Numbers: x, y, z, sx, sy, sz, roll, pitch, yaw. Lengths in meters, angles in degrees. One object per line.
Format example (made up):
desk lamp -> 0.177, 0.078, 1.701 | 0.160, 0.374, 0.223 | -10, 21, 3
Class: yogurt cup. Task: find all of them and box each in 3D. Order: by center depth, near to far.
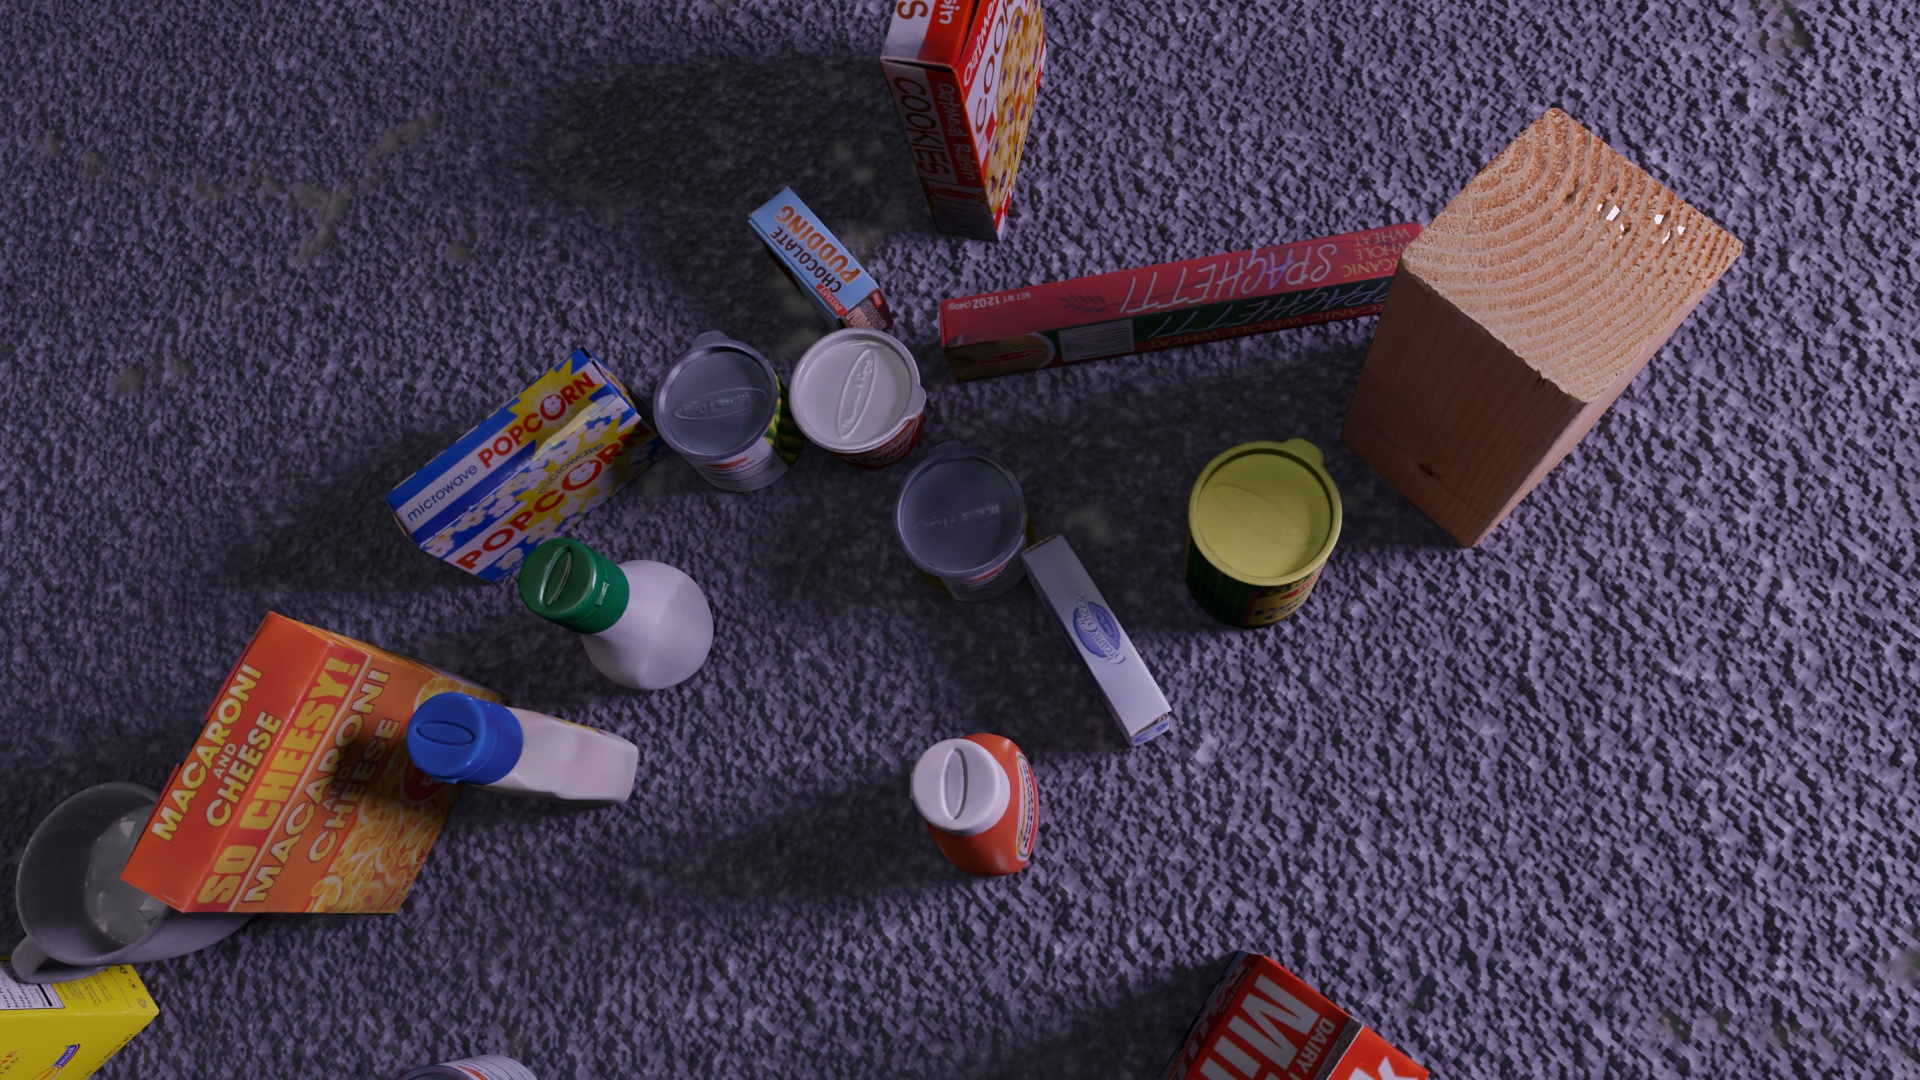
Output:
yogurt cup -> -0.051, -0.071, 0.728 | 0.072, 0.054, 0.072 | -2, 74, 8

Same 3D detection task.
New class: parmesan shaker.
parmesan shaker -> 0.141, -0.001, 0.655 | 0.071, 0.103, 0.071 | -2, 75, 8

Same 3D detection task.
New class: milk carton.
milk carton -> 0.127, 0.214, 0.551 | 0.073, 0.190, 0.072 | 33, 82, 15

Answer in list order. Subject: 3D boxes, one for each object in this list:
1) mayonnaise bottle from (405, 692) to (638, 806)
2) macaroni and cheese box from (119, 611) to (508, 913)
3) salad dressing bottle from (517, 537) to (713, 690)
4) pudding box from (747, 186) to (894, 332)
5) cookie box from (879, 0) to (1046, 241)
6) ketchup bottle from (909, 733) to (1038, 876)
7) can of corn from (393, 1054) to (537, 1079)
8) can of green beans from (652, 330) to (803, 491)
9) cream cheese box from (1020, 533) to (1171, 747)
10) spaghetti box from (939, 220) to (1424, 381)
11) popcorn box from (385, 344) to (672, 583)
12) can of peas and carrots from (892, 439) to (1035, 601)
mayonnaise bottle -> -0.206, 0.100, 0.653 | 0.065, 0.147, 0.041 | 8, 76, 10
macaroni and cheese box -> -0.294, 0.111, 0.653 | 0.040, 0.166, 0.124 | 22, 79, 13
salad dressing bottle -> -0.162, 0.034, 0.665 | 0.044, 0.147, 0.064 | 17, 78, 12
pudding box -> -0.076, -0.146, 0.755 | 0.030, 0.049, 0.084 | -40, 73, -4
cookie box -> 0.008, -0.247, 0.709 | 0.040, 0.167, 0.123 | 11, 77, 11
ketchup bottle -> 0.007, 0.115, 0.618 | 0.043, 0.148, 0.065 | -2, 75, 8
can of corn -> -0.238, 0.281, 0.654 | 0.071, 0.058, 0.071 | -2, 74, 8
can of green beans -> -0.121, -0.065, 0.734 | 0.071, 0.057, 0.071 | -2, 74, 8
cream cheese box -> 0.067, 0.050, 0.677 | 0.024, 0.053, 0.104 | -31, 73, -1
spaghetti box -> 0.115, -0.122, 0.720 | 0.250, 0.050, 0.029 | -9, 74, 6
popcorn box -> -0.222, -0.036, 0.726 | 0.127, 0.085, 0.038 | -38, 73, -3
can of peas and carrots -> 0.002, -0.009, 0.700 | 0.071, 0.058, 0.071 | -2, 74, 8
